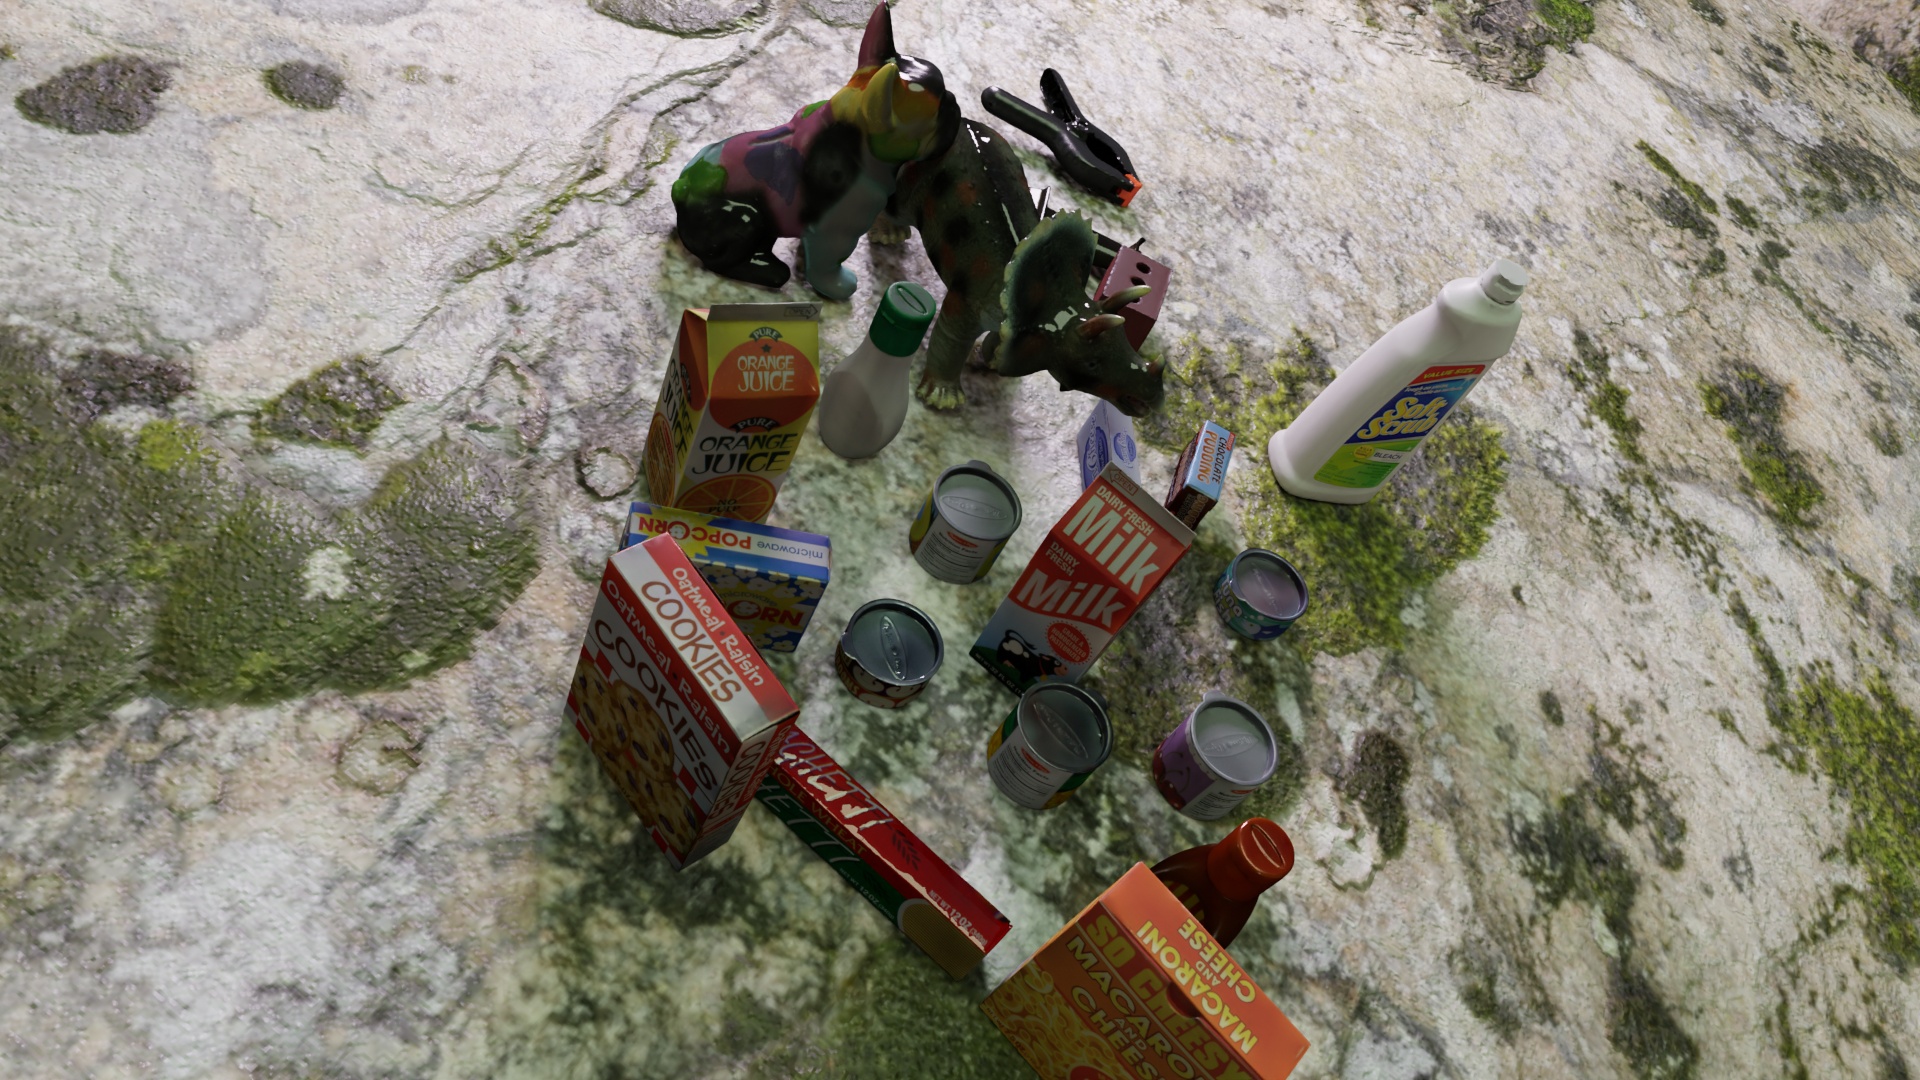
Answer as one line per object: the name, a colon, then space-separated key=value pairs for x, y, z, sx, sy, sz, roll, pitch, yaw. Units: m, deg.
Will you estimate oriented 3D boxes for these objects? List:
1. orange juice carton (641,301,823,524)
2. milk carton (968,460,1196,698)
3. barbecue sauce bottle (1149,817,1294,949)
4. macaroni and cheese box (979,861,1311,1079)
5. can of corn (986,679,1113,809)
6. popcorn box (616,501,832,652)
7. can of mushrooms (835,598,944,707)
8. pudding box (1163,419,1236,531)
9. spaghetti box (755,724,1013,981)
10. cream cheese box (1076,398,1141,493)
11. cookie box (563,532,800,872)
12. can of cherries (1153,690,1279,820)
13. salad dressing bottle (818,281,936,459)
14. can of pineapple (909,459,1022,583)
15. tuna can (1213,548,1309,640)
orange juice carton: x=-0.145 y=-0.085 z=0.881 sx=0.072 sy=0.191 sz=0.073 roll=-4 pitch=57 yaw=-27
milk carton: x=0.083 y=0.028 z=0.903 sx=0.072 sy=0.189 sz=0.074 roll=41 pitch=49 yaw=8
barbecue sauce bottle: x=0.144 y=0.210 z=0.821 sx=0.044 sy=0.147 sz=0.065 roll=-20 pitch=66 yaw=-35
macaroni and cheese box: x=0.092 y=0.260 z=0.746 sx=0.124 sy=0.165 sz=0.040 roll=46 pitch=50 yaw=13
can of corn: x=0.059 y=0.132 z=0.901 sx=0.071 sy=0.058 sz=0.071 roll=13 pitch=51 yaw=-16
popcorn box: x=-0.152 y=0.025 z=0.866 sx=0.127 sy=0.084 sz=0.038 roll=11 pitch=52 yaw=-18
can of mushrooms: x=-0.049 y=0.074 z=0.911 sx=0.071 sy=0.033 sz=0.071 roll=13 pitch=51 yaw=-16
pudding box: x=0.190 y=-0.050 z=1.106 sx=0.030 sy=0.049 sz=0.084 roll=28 pitch=48 yaw=-3
spaghetti box: x=-0.078 y=0.159 z=0.821 sx=0.250 sy=0.050 sz=0.029 roll=41 pitch=49 yaw=8
cream cheese box: x=0.115 y=-0.056 z=1.073 sx=0.024 sy=0.053 sz=0.104 roll=11 pitch=51 yaw=-18
cookie box: x=-0.156 y=0.092 z=0.758 sx=0.040 sy=0.166 sz=0.123 roll=-27 pitch=70 yaw=-37
can of cherries: x=0.172 y=0.146 z=0.942 sx=0.071 sy=0.058 sz=0.072 roll=13 pitch=51 yaw=-16
salad dressing bottle: x=-0.058 y=-0.118 z=0.977 sx=0.044 sy=0.146 sz=0.064 roll=-32 pitch=73 yaw=-39
can of pineapple: x=0.004 y=-0.012 z=0.985 sx=0.071 sy=0.057 sz=0.071 roll=13 pitch=51 yaw=-16
tuna can: x=0.228 y=0.042 z=1.065 sx=0.071 sy=0.032 sz=0.071 roll=13 pitch=51 yaw=-16
